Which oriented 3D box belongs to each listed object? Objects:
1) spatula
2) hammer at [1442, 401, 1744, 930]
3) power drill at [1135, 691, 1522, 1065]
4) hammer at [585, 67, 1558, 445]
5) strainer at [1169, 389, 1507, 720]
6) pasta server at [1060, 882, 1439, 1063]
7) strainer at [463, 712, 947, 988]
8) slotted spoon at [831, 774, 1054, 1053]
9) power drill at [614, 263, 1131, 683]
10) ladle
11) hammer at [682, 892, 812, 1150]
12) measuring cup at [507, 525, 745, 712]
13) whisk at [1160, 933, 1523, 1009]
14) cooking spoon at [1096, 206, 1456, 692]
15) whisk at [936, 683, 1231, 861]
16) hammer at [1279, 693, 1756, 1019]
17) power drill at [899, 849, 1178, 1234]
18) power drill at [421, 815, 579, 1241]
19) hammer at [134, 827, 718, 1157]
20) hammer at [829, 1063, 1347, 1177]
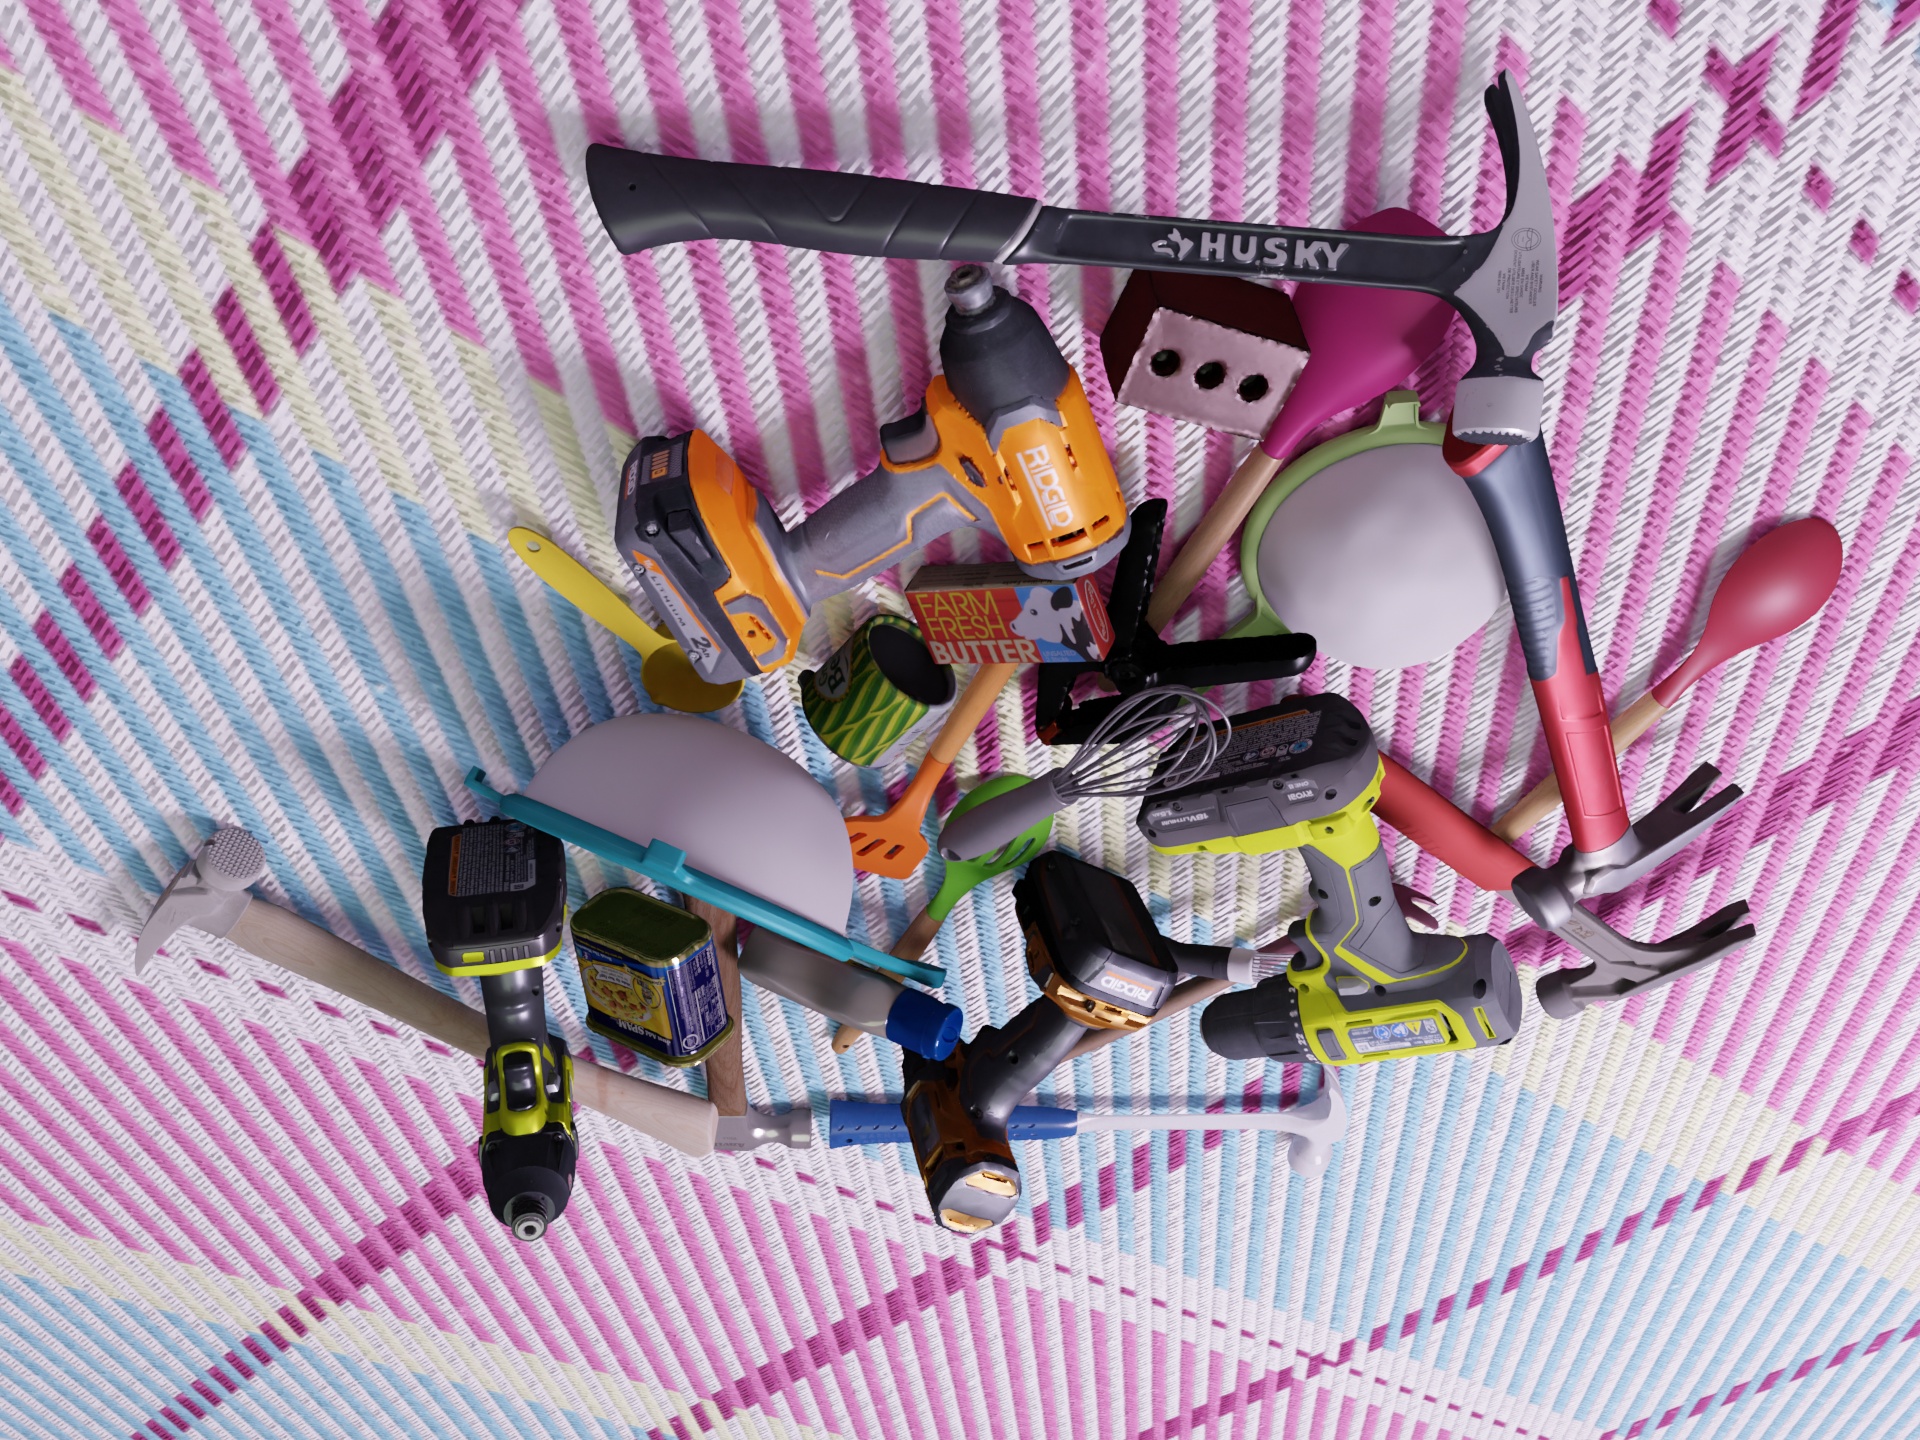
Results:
[{"bbox_3d":[-0.001,-0.003,0.921,0.081,0.041,0.322,19,128,-19],"label":"spatula"},{"bbox_3d":[0.325,-0.035,0.825,0.143,0.038,0.385,-34,133,0],"label":"hammer"},{"bbox_3d":[0.195,0.109,0.921,0.190,0.080,0.228,-16,116,32],"label":"power drill"},{"bbox_3d":[0.045,-0.209,0.667,0.409,0.036,0.149,6,93,1],"label":"hammer"},{"bbox_3d":[0.188,-0.048,0.849,0.151,0.069,0.256,33,124,-31],"label":"strainer"},{"bbox_3d":[0.186,0.186,1.114,0.316,0.060,0.040,-33,110,31],"label":"pasta server"},{"bbox_3d":[-0.103,0.075,0.934,0.211,0.095,0.340,14,168,43],"label":"strainer"},{"bbox_3d":[-0.025,0.143,1.068,0.070,0.031,0.313,13,136,-22],"label":"slotted spoon"},{"bbox_3d":[-0.047,-0.117,0.761,0.226,0.084,0.164,-18,132,10],"label":"power drill"},{"bbox_3d":[0.396,0.002,0.944,0.069,0.031,0.315,15,135,-21],"label":"ladle"},{"bbox_3d":[-0.173,0.214,1.129,0.130,0.031,0.331,0,136,-4],"label":"hammer"},{"bbox_3d":[-0.177,-0.060,0.850,0.062,0.029,0.156,-30,127,25],"label":"measuring cup"},{"bbox_3d":[0.214,0.162,1.029,0.285,0.070,0.070,4,141,26],"label":"whisk"},{"bbox_3d":[0.144,-0.118,0.801,0.069,0.017,0.318,34,134,2],"label":"cooking spoon"},{"bbox_3d":[0.059,0.038,0.887,0.055,0.055,0.239,26,146,-26],"label":"whisk"},{"bbox_3d":[0.332,0.081,0.990,0.358,0.037,0.149,33,131,-25],"label":"hammer"},{"bbox_3d":[0.033,0.195,1.048,0.084,0.186,0.226,23,111,-25],"label":"power drill"},{"bbox_3d":[-0.269,0.185,0.960,0.080,0.171,0.223,-6,114,-13],"label":"power drill"},{"bbox_3d":[-0.348,0.212,1.088,0.410,0.038,0.146,33,127,-25],"label":"hammer"},{"bbox_3d":[0.101,0.309,1.238,0.405,0.035,0.144,0,136,-3],"label":"hammer"}]
